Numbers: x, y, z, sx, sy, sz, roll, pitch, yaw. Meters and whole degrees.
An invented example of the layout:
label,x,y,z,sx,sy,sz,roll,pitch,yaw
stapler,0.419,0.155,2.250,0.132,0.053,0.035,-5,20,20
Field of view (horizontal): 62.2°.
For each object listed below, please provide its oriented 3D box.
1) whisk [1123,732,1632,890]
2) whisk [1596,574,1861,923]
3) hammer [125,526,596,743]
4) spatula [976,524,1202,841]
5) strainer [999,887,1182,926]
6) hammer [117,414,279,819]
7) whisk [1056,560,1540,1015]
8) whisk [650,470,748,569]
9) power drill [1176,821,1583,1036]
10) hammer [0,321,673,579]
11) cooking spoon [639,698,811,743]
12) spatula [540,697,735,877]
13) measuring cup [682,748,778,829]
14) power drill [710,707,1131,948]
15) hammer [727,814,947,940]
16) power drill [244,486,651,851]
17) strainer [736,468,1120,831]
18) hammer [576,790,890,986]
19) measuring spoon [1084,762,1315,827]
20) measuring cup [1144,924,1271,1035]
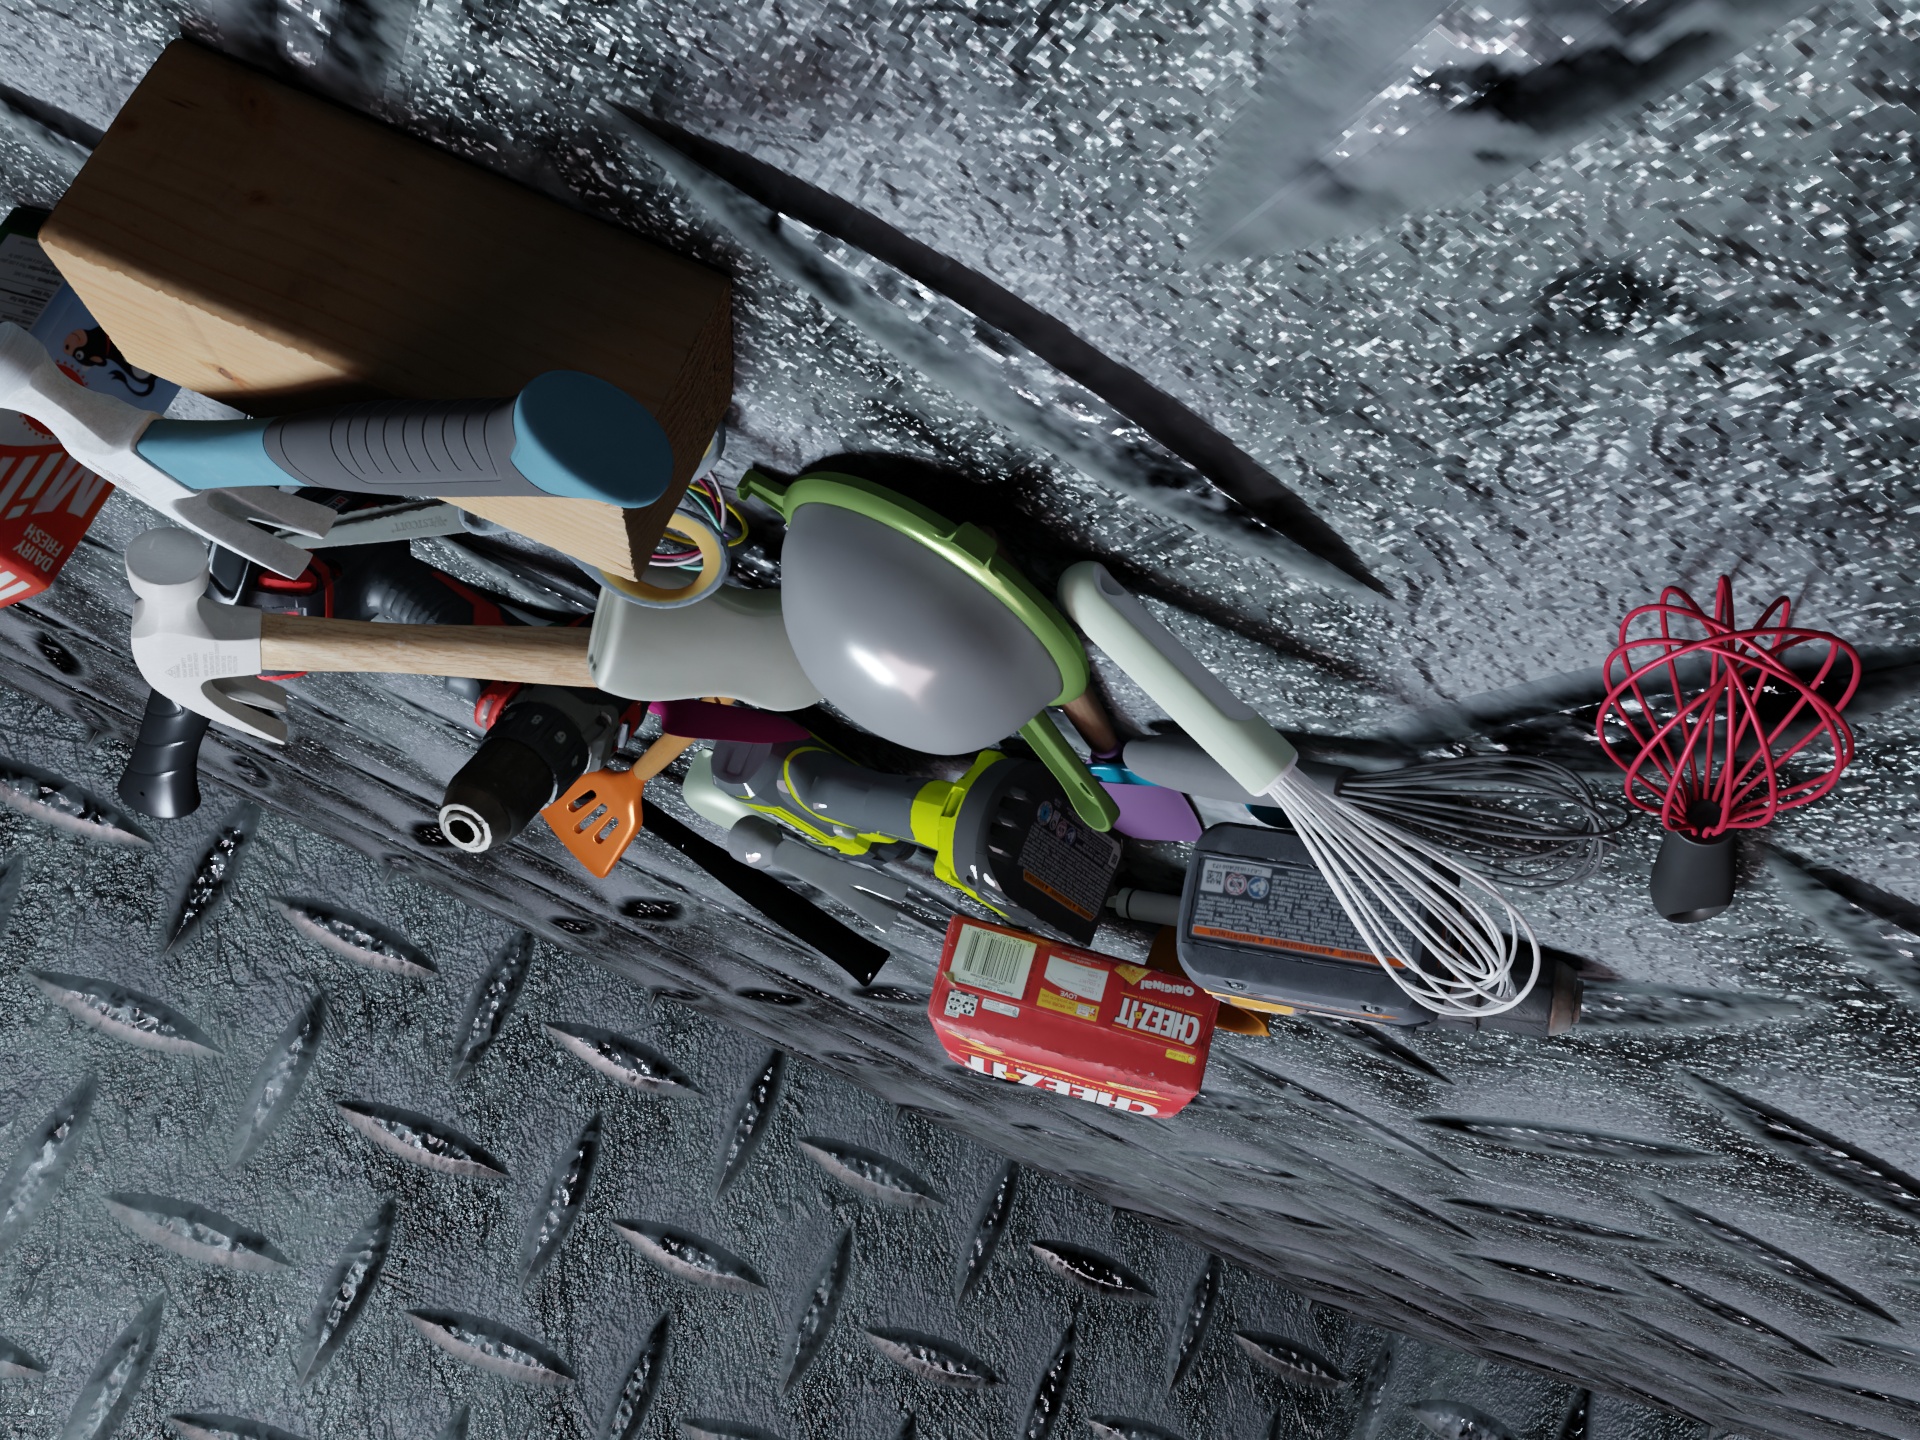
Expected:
label,x,y,z,sx,sy,sz,roll,pitch,yaw
whisk,0.166,0.029,0.681,0.239,0.055,0.055,10,158,44
whisk,0.258,0.027,0.549,0.073,0.073,0.295,14,165,26
hammer,-0.208,-0.030,0.758,0.331,0.031,0.130,2,149,-21
spatula,0.059,-0.002,0.757,0.060,0.018,0.315,2,155,22
strainer,0.098,0.115,1.004,0.258,0.050,0.086,6,140,35
hammer,-0.355,-0.070,0.756,0.149,0.036,0.408,37,132,-6
whisk,0.130,0.026,0.625,0.246,0.058,0.059,44,123,-1
whisk,-0.203,-0.128,0.695,0.245,0.047,0.051,26,150,7
power drill,0.210,0.116,0.784,0.185,0.084,0.226,7,167,21
hammer,-0.215,-0.091,0.532,0.331,0.033,0.128,8,156,41
cooking spoon,-0.199,-0.016,0.969,0.068,0.017,0.319,-7,-167,-41
spatula,-0.214,0.033,1.076,0.081,0.041,0.322,51,147,-4
measuring cup,-0.132,0.060,1.116,0.168,0.038,0.083,8,156,44
power drill,-0.019,0.062,0.942,0.223,0.080,0.171,12,163,40
hammer,0.002,0.169,1.194,0.144,0.035,0.405,19,169,41
power drill,-0.288,-0.028,0.853,0.226,0.188,0.080,24,128,4
strainer,-0.001,-0.002,0.699,0.152,0.069,0.256,20,159,43
hammer,-0.192,0.101,1.205,0.335,0.035,0.146,31,163,20
measuring spoon,0.111,0.037,0.767,0.129,0.021,0.042,4,157,22
measuring cup,0.162,0.175,1.073,0.095,0.052,0.173,22,163,3
